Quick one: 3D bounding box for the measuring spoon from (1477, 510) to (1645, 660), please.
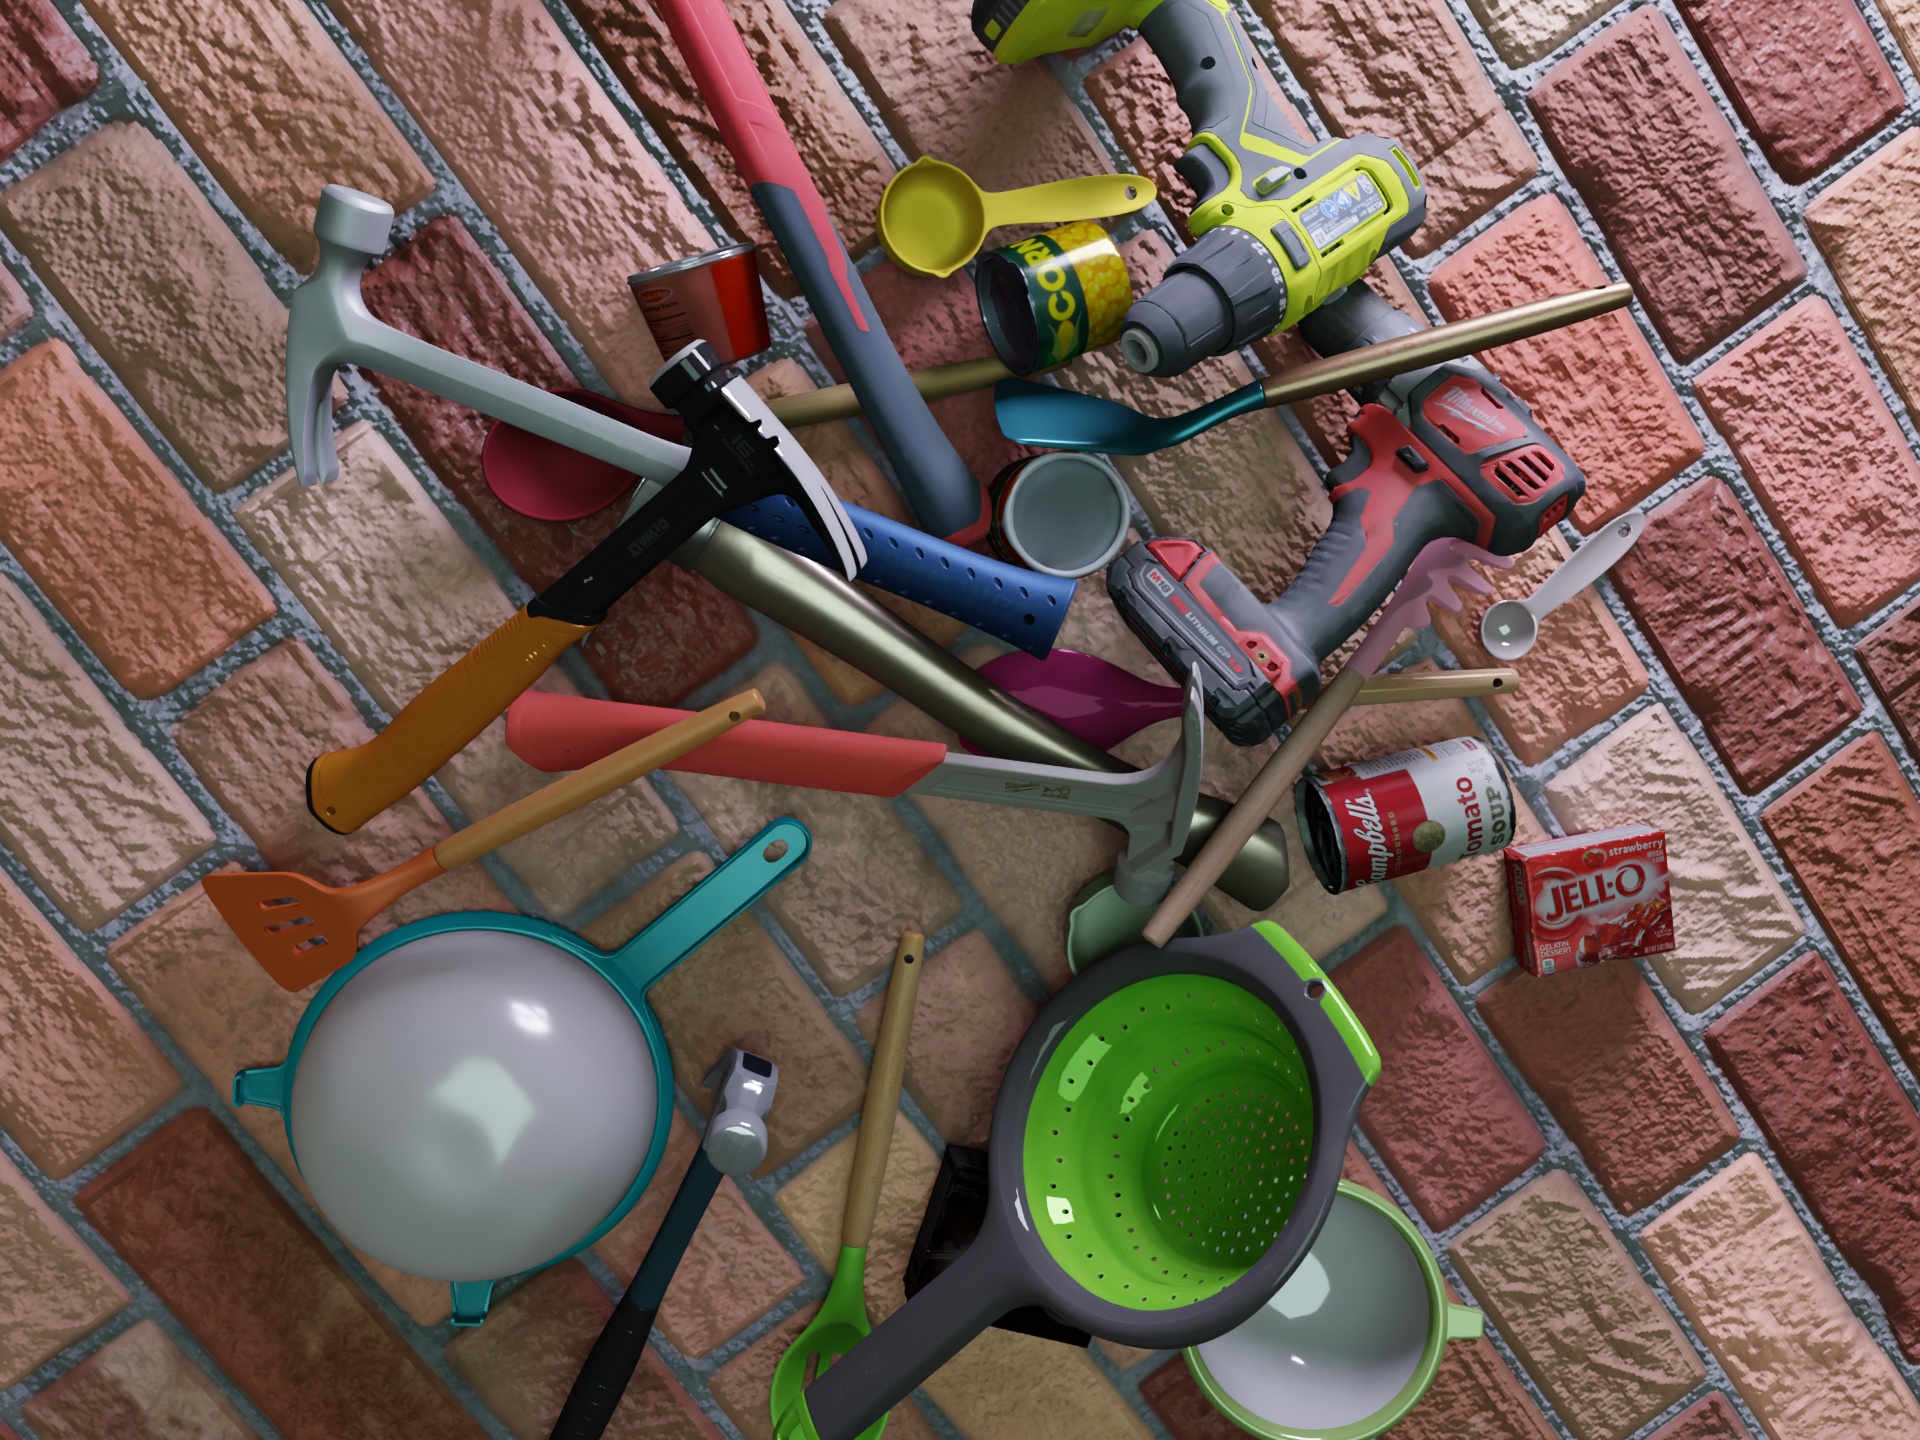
[{"bbox_3d":[0.343,-0.079,0.911,0.124,0.018,0.034,-39,100,-7],"label":"measuring spoon"}]

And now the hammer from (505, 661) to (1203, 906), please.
[{"bbox_3d":[-0.057,0.015,0.823,0.359,0.037,0.149,7,131,4],"label":"hammer"}]

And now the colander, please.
[{"bbox_3d":[0.064,0.279,0.845,0.397,0.205,0.094,-43,135,11],"label":"colander"}]

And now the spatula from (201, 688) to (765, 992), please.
[{"bbox_3d":[-0.243,0.055,0.816,0.322,0.041,0.081,-26,111,7],"label":"spatula"}]

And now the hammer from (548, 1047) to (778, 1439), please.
[{"bbox_3d":[-0.177,0.322,0.864,0.033,0.128,0.331,25,103,-8],"label":"hammer"}]

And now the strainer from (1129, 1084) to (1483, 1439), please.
[{"bbox_3d":[0.165,0.291,0.922,0.151,0.069,0.256,-38,83,1],"label":"strainer"}]

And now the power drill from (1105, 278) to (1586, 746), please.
[{"bbox_3d":[0.183,-0.117,0.839,0.226,0.080,0.188,-40,72,3],"label":"power drill"}]

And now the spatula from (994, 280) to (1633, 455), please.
[{"bbox_3d":[0.176,-0.180,0.800,0.317,0.082,0.044,-14,122,7],"label":"spatula"}]

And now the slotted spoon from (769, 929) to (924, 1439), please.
[{"bbox_3d":[-0.053,0.273,0.906,0.070,0.031,0.314,10,94,-1],"label":"slotted spoon"}]

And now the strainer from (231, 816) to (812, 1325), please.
[{"bbox_3d":[-0.212,0.173,0.840,0.340,0.095,0.211,-40,100,1],"label":"strainer"}]

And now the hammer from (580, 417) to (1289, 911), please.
[{"bbox_3d":[-0.001,-0.003,0.858,0.410,0.038,0.146,32,107,-11],"label":"hammer"}]

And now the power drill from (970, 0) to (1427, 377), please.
[{"bbox_3d":[0.108,-0.294,0.791,0.190,0.080,0.228,-37,95,-23],"label":"power drill"}]

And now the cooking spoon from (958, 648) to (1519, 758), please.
[{"bbox_3d":[0.156,-0.013,0.892,0.319,0.017,0.068,-4,98,-3],"label":"cooking spoon"}]

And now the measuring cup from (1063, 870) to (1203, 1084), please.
[{"bbox_3d":[0.073,0.159,0.902,0.083,0.038,0.167,28,100,-10],"label":"measuring cup"}]

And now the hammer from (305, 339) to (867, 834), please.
[{"bbox_3d":[-0.203,-0.035,0.782,0.337,0.034,0.127,-35,103,23],"label":"hammer"}]

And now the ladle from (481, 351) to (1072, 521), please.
[{"bbox_3d":[-0.093,-0.164,0.843,0.315,0.031,0.069,-12,113,-7],"label":"ladle"}]

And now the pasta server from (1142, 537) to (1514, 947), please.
[{"bbox_3d":[0.204,0.000,0.860,0.040,0.060,0.316,34,79,25],"label":"pasta server"}]

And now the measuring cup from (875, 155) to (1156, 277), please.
[{"bbox_3d":[0.029,-0.272,0.848,0.156,0.029,0.062,-12,99,-16],"label":"measuring cup"}]

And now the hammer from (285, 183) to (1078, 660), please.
[{"bbox_3d":[-0.140,-0.118,0.777,0.405,0.035,0.144,22,108,2],"label":"hammer"}]

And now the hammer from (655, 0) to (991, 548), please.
[{"bbox_3d":[-0.094,-0.253,0.780,0.038,0.143,0.386,-19,102,42],"label":"hammer"}]
